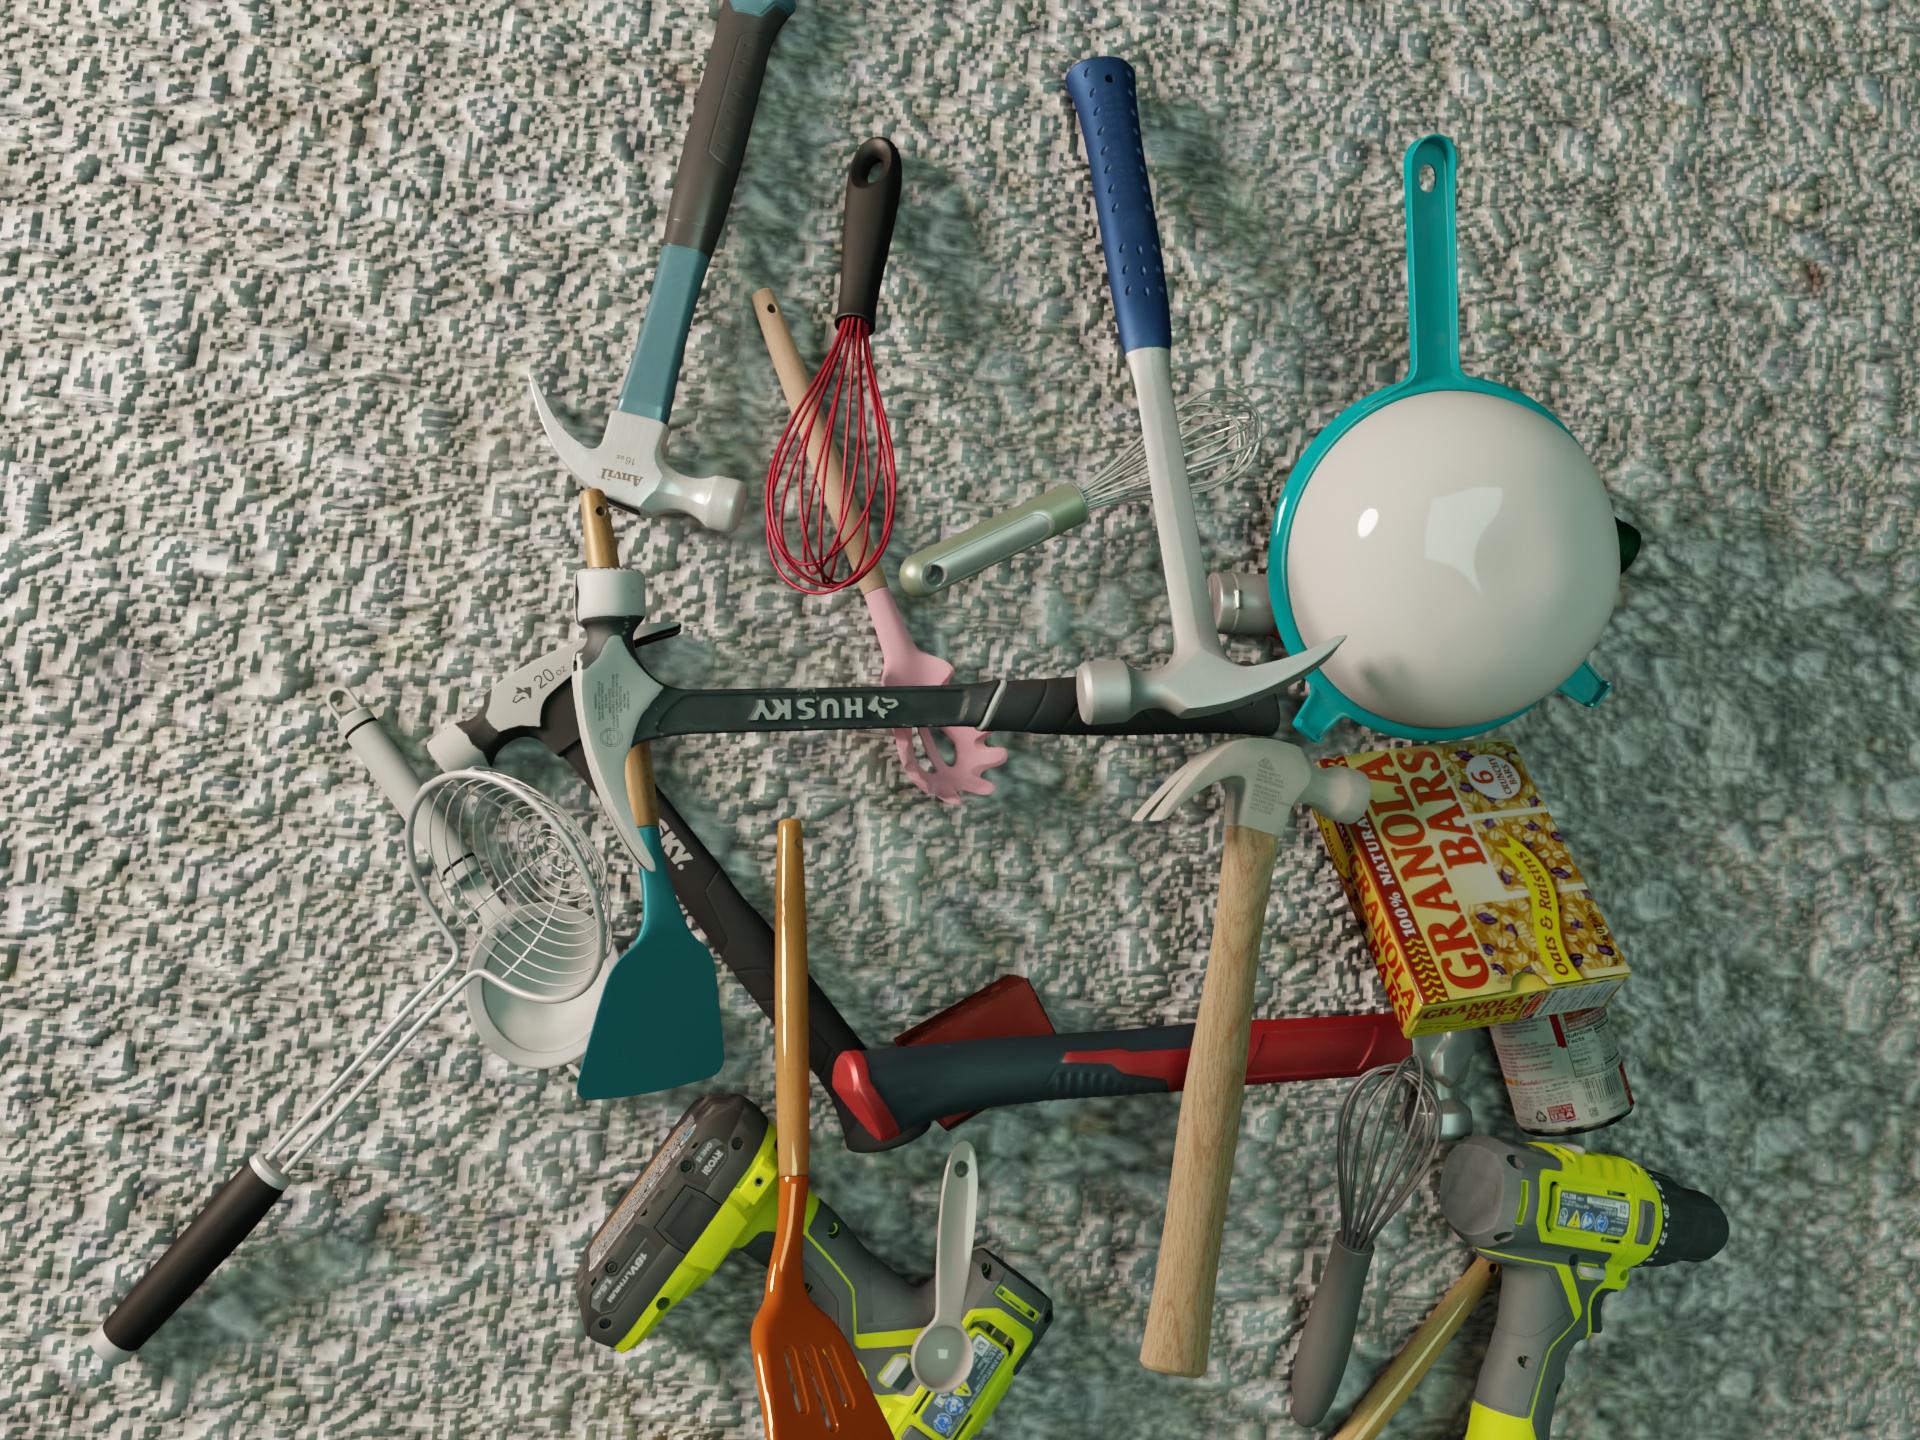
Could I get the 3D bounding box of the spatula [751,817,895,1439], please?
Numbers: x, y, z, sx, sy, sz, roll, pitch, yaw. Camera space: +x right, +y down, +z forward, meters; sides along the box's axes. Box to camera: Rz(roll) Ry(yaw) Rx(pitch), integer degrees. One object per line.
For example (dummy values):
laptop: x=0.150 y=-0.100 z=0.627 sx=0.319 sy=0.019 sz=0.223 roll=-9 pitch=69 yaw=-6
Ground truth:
spatula: x=-0.077 y=0.203 z=0.796 sx=0.081 sy=0.041 sz=0.323 roll=20 pitch=59 yaw=-46

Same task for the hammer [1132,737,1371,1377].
hammer: x=0.135 y=0.169 z=0.836 sx=0.130 sy=0.031 sz=0.331 roll=16 pitch=76 yaw=-21

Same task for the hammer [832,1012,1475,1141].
hammer: x=0.118 y=0.168 z=0.867 sx=0.386 sy=0.038 sz=0.143 roll=2 pitch=83 yaw=-23

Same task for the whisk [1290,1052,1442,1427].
whisk: x=0.218 y=0.291 z=0.876 sx=0.055 sy=0.055 sz=0.239 roll=8 pitch=107 yaw=-10

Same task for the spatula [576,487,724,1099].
spatula: x=-0.175 y=0.033 z=0.831 sx=0.082 sy=0.044 sz=0.318 roll=-3 pitch=78 yaw=-35

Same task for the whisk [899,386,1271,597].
whisk: x=0.074 y=-0.128 z=0.911 sx=0.246 sy=0.059 sz=0.057 roll=-27 pitch=119 yaw=-16

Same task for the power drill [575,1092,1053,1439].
power drill: x=-0.084 y=0.318 z=0.837 sx=0.223 sy=0.080 sz=0.171 roll=38 pitch=78 yaw=-8

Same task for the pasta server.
pasta server: x=-0.055 y=-0.100 z=0.901 sx=0.060 sy=0.040 sz=0.316 roll=-20 pitch=87 yaw=-24

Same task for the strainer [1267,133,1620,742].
strainer: x=0.280 y=-0.149 z=0.871 sx=0.211 sy=0.095 sz=0.340 roll=-7 pitch=100 yaw=-8

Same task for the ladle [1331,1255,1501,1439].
ladle: x=0.215 y=0.423 z=0.907 sx=0.069 sy=0.031 sz=0.315 roll=44 pitch=77 yaw=-3

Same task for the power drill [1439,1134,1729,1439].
power drill: x=0.352 y=0.360 z=0.908 sx=0.190 sy=0.080 sz=0.228 roll=16 pitch=80 yaw=-23

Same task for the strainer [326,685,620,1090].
strainer: x=-0.257 y=0.085 z=0.844 sx=0.087 sy=0.050 sz=0.258 roll=-37 pitch=87 yaw=1

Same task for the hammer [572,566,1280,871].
hammer: x=-0.001 y=-0.003 z=0.855 sx=0.408 sy=0.036 sz=0.149 roll=-1 pitch=89 yaw=-25

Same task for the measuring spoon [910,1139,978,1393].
measuring spoon: x=-0.007 y=0.280 z=0.821 sx=0.034 sy=0.018 sz=0.124 roll=13 pitch=74 yaw=-24

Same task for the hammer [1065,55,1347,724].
hammer: x=0.113 y=-0.196 z=0.896 sx=0.144 sy=0.035 sz=0.406 roll=-5 pitch=73 yaw=-6

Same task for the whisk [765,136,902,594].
whisk: x=-0.060 y=-0.202 z=0.883 sx=0.073 sy=0.073 sz=0.296 roll=9 pitch=69 yaw=-10

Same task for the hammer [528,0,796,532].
hammer: x=-0.150 y=-0.274 z=0.896 sx=0.128 sy=0.033 sz=0.331 roll=13 pitch=80 yaw=0

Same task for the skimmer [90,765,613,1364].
skimmer: x=-0.309 y=0.178 z=0.774 sx=0.127 sy=0.090 sz=0.363 roll=42 pitch=89 yaw=7

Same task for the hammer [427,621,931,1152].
hammer: x=-0.128 y=0.098 z=0.870 sx=0.146 sy=0.035 sz=0.335 roll=-38 pitch=92 yaw=-11
